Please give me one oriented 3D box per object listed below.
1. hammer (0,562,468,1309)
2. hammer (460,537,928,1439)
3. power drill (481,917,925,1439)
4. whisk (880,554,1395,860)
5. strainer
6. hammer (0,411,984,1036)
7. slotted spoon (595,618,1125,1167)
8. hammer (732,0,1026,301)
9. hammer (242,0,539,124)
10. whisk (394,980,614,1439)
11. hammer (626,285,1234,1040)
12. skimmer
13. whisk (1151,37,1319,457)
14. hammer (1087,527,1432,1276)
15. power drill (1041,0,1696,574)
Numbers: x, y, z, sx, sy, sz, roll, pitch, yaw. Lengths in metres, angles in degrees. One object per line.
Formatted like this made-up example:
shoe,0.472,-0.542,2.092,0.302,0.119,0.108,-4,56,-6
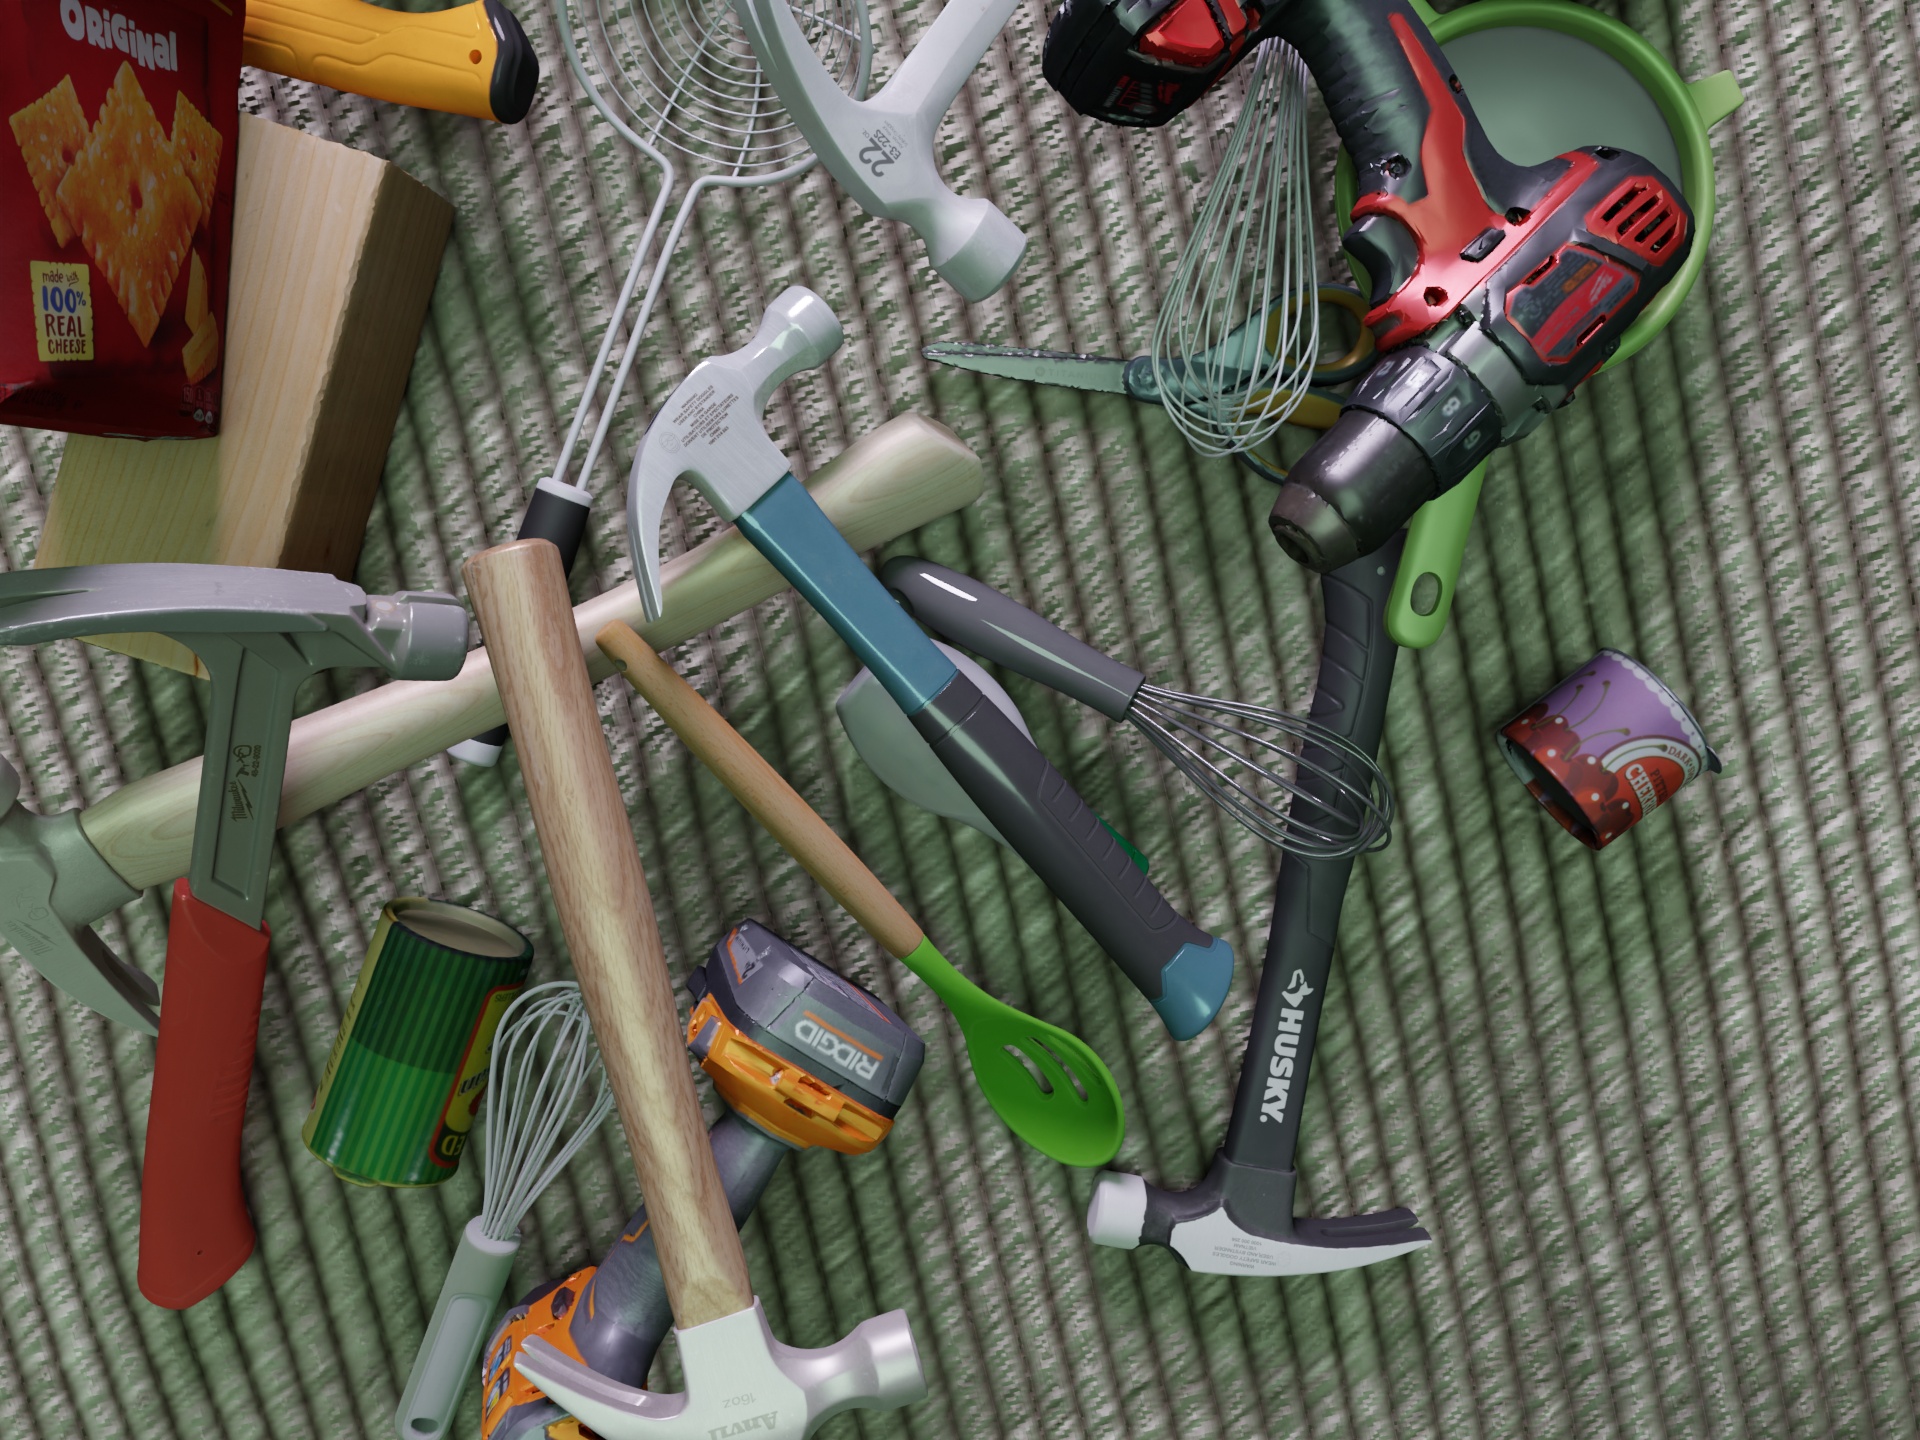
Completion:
hammer,-0.292,0.100,0.602,0.149,0.037,0.359,-1,127,-35
hammer,-0.120,0.097,0.562,0.130,0.031,0.331,-16,85,-8
power drill,-0.116,0.198,0.648,0.084,0.164,0.226,34,83,-14
whisk,0.070,-0.010,0.657,0.239,0.055,0.055,28,95,11
strainer,0.206,-0.155,0.648,0.151,0.069,0.256,13,93,-4
hammer,-0.174,-0.012,0.636,0.410,0.038,0.146,-26,137,-12
slotted spoon,-0.036,0.075,0.655,0.070,0.031,0.313,-26,114,40
hammer,0.069,-0.365,0.603,0.144,0.035,0.405,37,83,-29
hammer,-0.327,-0.278,0.617,0.337,0.034,0.127,15,92,6
whisk,-0.197,0.214,0.681,0.057,0.059,0.246,18,106,-18
hammer,-0.001,-0.002,0.626,0.128,0.033,0.331,-44,103,-13
skimmer,-0.143,-0.149,0.632,0.127,0.090,0.363,21,95,-4
whisk,0.126,-0.245,0.630,0.070,0.070,0.284,10,91,-3
hammer,0.157,0.080,0.693,0.146,0.035,0.335,10,95,-2
power drill,0.130,-0.184,0.567,0.188,0.080,0.226,-45,97,-5
